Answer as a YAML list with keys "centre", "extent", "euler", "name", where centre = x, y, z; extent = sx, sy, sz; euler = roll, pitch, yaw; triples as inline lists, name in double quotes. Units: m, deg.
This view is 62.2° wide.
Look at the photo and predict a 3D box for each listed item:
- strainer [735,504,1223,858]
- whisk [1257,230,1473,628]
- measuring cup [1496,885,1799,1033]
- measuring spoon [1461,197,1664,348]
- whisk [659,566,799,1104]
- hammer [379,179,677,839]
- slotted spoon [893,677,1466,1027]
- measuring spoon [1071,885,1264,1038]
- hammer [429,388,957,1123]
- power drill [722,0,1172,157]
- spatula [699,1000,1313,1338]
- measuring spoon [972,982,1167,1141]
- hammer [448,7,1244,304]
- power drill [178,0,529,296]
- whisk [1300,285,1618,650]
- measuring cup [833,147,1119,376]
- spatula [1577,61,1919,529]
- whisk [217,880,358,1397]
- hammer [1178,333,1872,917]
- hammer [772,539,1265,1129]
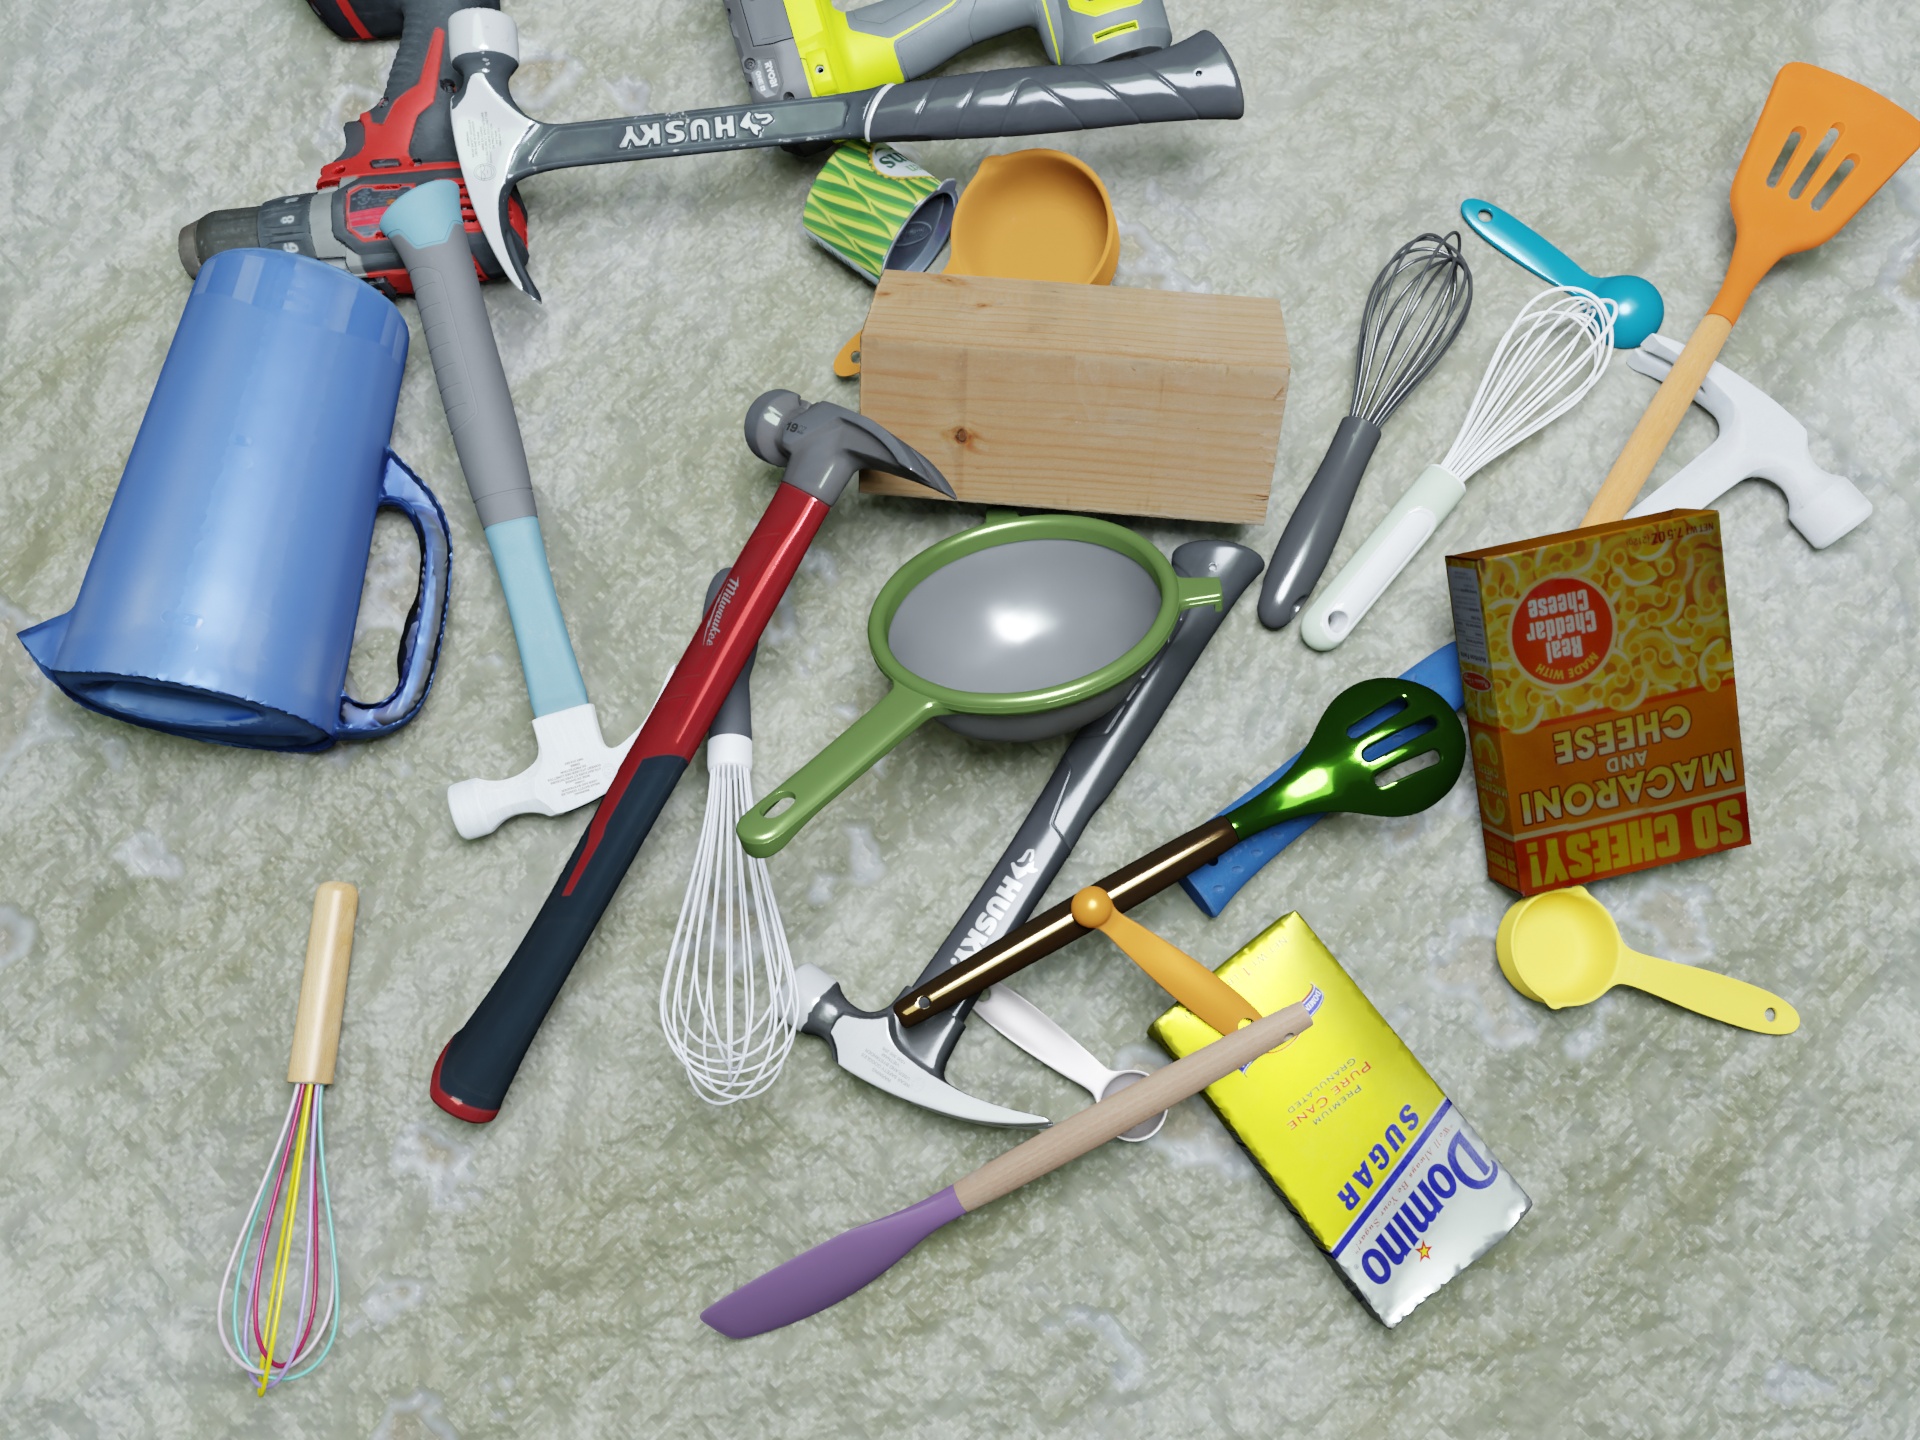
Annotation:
- centre: [-0.001, -0.002, 0.752]
  extent: [0.152, 0.069, 0.256]
  euler: [26, 54, 37]
  name: "strainer"
- centre: [0.213, -0.155, 0.845]
  extent: [0.055, 0.055, 0.239]
  euler: [25, 83, 7]
  name: "whisk"
- centre: [0.339, 0.127, 0.790]
  extent: [0.156, 0.029, 0.062]
  euler: [18, 78, -6]
  name: "measuring cup"
- centre: [0.331, -0.253, 0.873]
  extent: [0.128, 0.021, 0.042]
  euler: [38, 81, 8]
  name: "measuring spoon"
- centre: [-0.115, 0.048, 0.790]
  extent: [0.070, 0.070, 0.285]
  euler: [-5, 64, 1]
  name: "whisk"
- centre: [-0.237, -0.114, 0.821]
  extent: [0.128, 0.033, 0.331]
  euler: [-15, 90, -9]
  name: "hammer"
- centre: [0.108, 0.066, 0.761]
  extent: [0.314, 0.031, 0.070]
  euler: [-28, 78, -6]
  name: "slotted spoon"
- centre: [0.100, 0.117, 0.741]
  extent: [0.117, 0.011, 0.021]
  euler: [38, 88, -4]
  name: "measuring spoon"
- centre: [-0.139, 0.026, 0.759]
  extent: [0.143, 0.038, 0.386]
  euler: [30, 91, 48]
  name: "hammer"
- centre: [-0.015, -0.421, 0.864]
  extent: [0.228, 0.080, 0.190]
  euler: [-16, 92, 8]
  name: "power drill"
- centre: [0.023, 0.212, 0.744]
  extent: [0.316, 0.059, 0.018]
  euler: [-30, 48, 4]
  name: "spatula"
- centre: [0.049, 0.165, 0.794]
  extent: [0.124, 0.018, 0.034]
  euler: [35, 80, 16]
  name: "measuring spoon"
- centre: [-0.061, -0.306, 0.819]
  extent: [0.409, 0.036, 0.149]
  euler: [-3, 92, 5]
  name: "hammer"
- centre: [-0.342, -0.345, 0.893]
  extent: [0.188, 0.080, 0.227]
  euler: [-5, 80, 1]
  name: "power drill"
- centre: [0.262, -0.132, 0.838]
  extent: [0.057, 0.059, 0.246]
  euler: [42, 85, -18]
  name: "whisk"
- centre: [0.008, -0.236, 0.872]
  extent: [0.173, 0.052, 0.095]
  euler: [-32, 82, 13]
  name: "measuring cup"
- centre: [0.378, -0.188, 0.811]
  extent: [0.081, 0.041, 0.322]
  euler: [32, 81, 7]
  name: "spatula"
- centre: [-0.321, 0.201, 0.781]
  extent: [0.051, 0.047, 0.245]
  euler: [1, 74, 3]
  name: "whisk"
- centre: [0.270, -0.043, 0.821]
  extent: [0.405, 0.035, 0.144]
  euler: [-37, 79, -6]
  name: "hammer"
- centre: [0.057, 0.047, 0.803]
  extent: [0.146, 0.035, 0.335]
  euler: [31, 78, 16]
  name: "hammer"
